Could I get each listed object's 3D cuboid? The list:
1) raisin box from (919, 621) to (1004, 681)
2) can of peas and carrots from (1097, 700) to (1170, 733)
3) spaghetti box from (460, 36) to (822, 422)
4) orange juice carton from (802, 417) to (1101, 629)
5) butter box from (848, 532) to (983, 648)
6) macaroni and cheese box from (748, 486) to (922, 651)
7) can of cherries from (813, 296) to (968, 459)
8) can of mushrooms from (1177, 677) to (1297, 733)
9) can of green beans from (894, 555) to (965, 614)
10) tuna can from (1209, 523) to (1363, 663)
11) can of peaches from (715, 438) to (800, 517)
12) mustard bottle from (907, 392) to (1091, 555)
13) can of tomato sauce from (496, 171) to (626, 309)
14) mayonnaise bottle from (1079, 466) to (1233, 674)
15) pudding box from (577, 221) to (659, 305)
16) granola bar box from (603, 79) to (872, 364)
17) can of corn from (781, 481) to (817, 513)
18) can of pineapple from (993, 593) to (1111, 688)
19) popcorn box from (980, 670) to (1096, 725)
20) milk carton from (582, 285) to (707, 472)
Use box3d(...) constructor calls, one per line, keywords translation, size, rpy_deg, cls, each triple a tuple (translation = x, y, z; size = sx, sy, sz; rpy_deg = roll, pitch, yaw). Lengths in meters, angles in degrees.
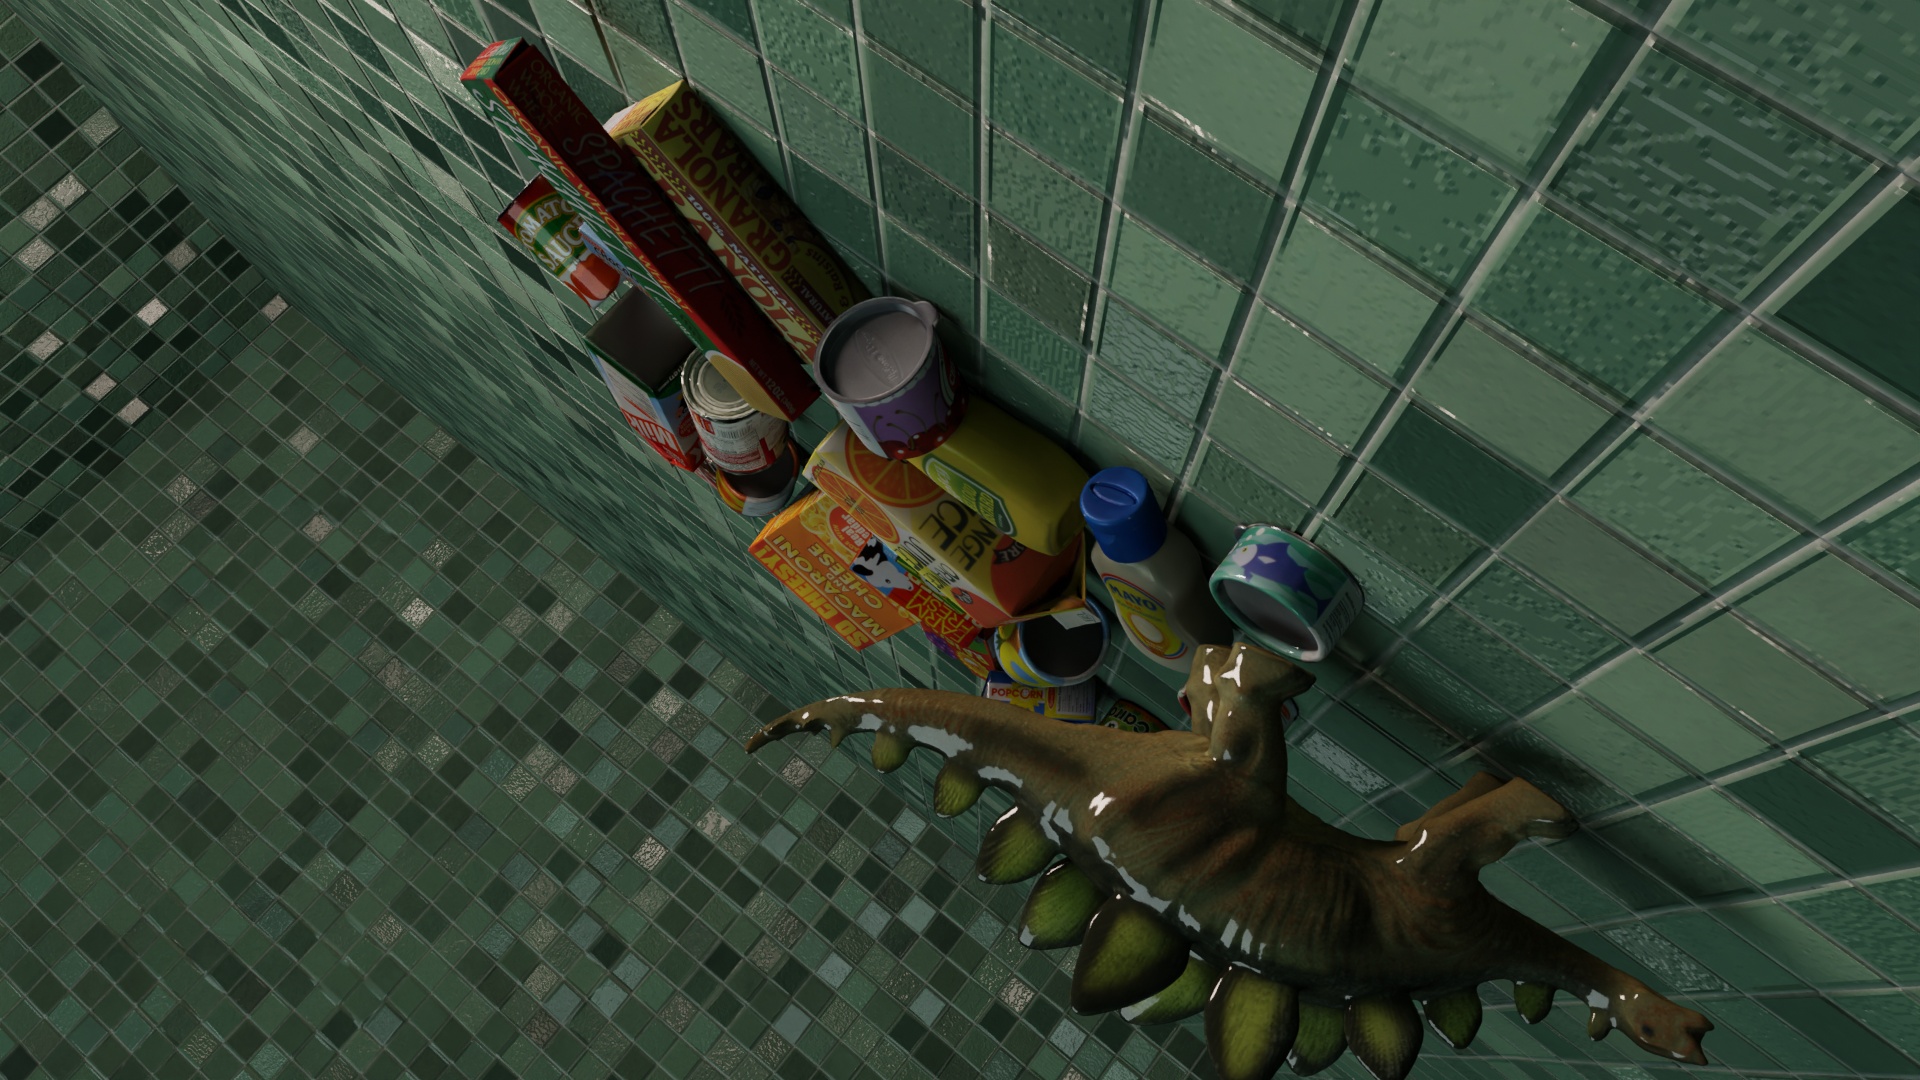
box3d(translation=(0.006, 0.068, 1.126), size=(0.086, 0.040, 0.123), rpy_deg=(33, 164, 21), cls="raisin box")
box3d(translation=(0.128, 0.164, 1.068), size=(0.071, 0.059, 0.070), rpy_deg=(37, 164, 13), cls="can of peas and carrots")
box3d(translation=(-0.166, -0.159, 0.749), size=(0.050, 0.029, 0.249), rpy_deg=(21, 157, 50), cls="spaghetti box")
box3d(translation=(0.003, -0.011, 0.841), size=(0.192, 0.073, 0.071), rpy_deg=(41, 165, -3), cls="orange juice carton")
box3d(translation=(-0.024, 0.029, 0.963), size=(0.103, 0.024, 0.053), rpy_deg=(35, 143, -3), cls="butter box")
box3d(translation=(-0.068, 0.010, 1.032), size=(0.123, 0.040, 0.166), rpy_deg=(44, 143, -13), cls="macaroni and cheese box")
box3d(translation=(-0.033, -0.085, 0.728), size=(0.071, 0.071, 0.058), rpy_deg=(30, 166, 33), cls="can of cherries")
box3d(translation=(0.166, 0.100, 0.841), size=(0.071, 0.033, 0.071), rpy_deg=(36, 165, 12), cls="can of mushrooms")
box3d(translation=(-0.001, 0.006, 0.912), size=(0.058, 0.071, 0.071), rpy_deg=(40, 165, 0), cls="can of green beans")
box3d(translation=(0.151, 0.024, 0.658), size=(0.071, 0.033, 0.071), rpy_deg=(36, 164, 12), cls="tuna can")
box3d(translation=(-0.167, -0.058, 1.133), size=(0.071, 0.071, 0.058), rpy_deg=(41, 165, -2), cls="can of peaches")
box3d(translation=(0.000, -0.053, 0.772), size=(0.160, 0.049, 0.065), rpy_deg=(34, 162, 21), cls="mustard bottle")
box3d(translation=(-0.249, -0.202, 0.909), size=(0.083, 0.071, 0.071), rpy_deg=(44, 164, -18), cls="can of tomato sauce")
box3d(translation=(0.102, 0.017, 0.742), size=(0.065, 0.041, 0.147), rpy_deg=(24, 159, 36), cls="mayonnaise bottle")
box3d(translation=(-0.190, -0.181, 0.864), size=(0.084, 0.050, 0.030), rpy_deg=(38, 166, 9), cls="pudding box")
box3d(translation=(-0.129, -0.169, 0.772), size=(0.165, 0.039, 0.124), rpy_deg=(47, 163, -26), cls="granola bar box")
box3d(translation=(-0.114, -0.010, 1.155), size=(0.071, 0.058, 0.071), rpy_deg=(37, 165, 12), cls="can of corn")
box3d(translation=(0.060, 0.064, 0.933), size=(0.071, 0.071, 0.057), rpy_deg=(42, 164, -6), cls="can of pineapple")
box3d(translation=(0.059, 0.137, 1.121), size=(0.085, 0.038, 0.126), rpy_deg=(3, 163, -2), cls="popcorn box")
box3d(translation=(-0.220, -0.118, 1.079), size=(0.073, 0.072, 0.190), rpy_deg=(37, 164, 13), cls="milk carton")
